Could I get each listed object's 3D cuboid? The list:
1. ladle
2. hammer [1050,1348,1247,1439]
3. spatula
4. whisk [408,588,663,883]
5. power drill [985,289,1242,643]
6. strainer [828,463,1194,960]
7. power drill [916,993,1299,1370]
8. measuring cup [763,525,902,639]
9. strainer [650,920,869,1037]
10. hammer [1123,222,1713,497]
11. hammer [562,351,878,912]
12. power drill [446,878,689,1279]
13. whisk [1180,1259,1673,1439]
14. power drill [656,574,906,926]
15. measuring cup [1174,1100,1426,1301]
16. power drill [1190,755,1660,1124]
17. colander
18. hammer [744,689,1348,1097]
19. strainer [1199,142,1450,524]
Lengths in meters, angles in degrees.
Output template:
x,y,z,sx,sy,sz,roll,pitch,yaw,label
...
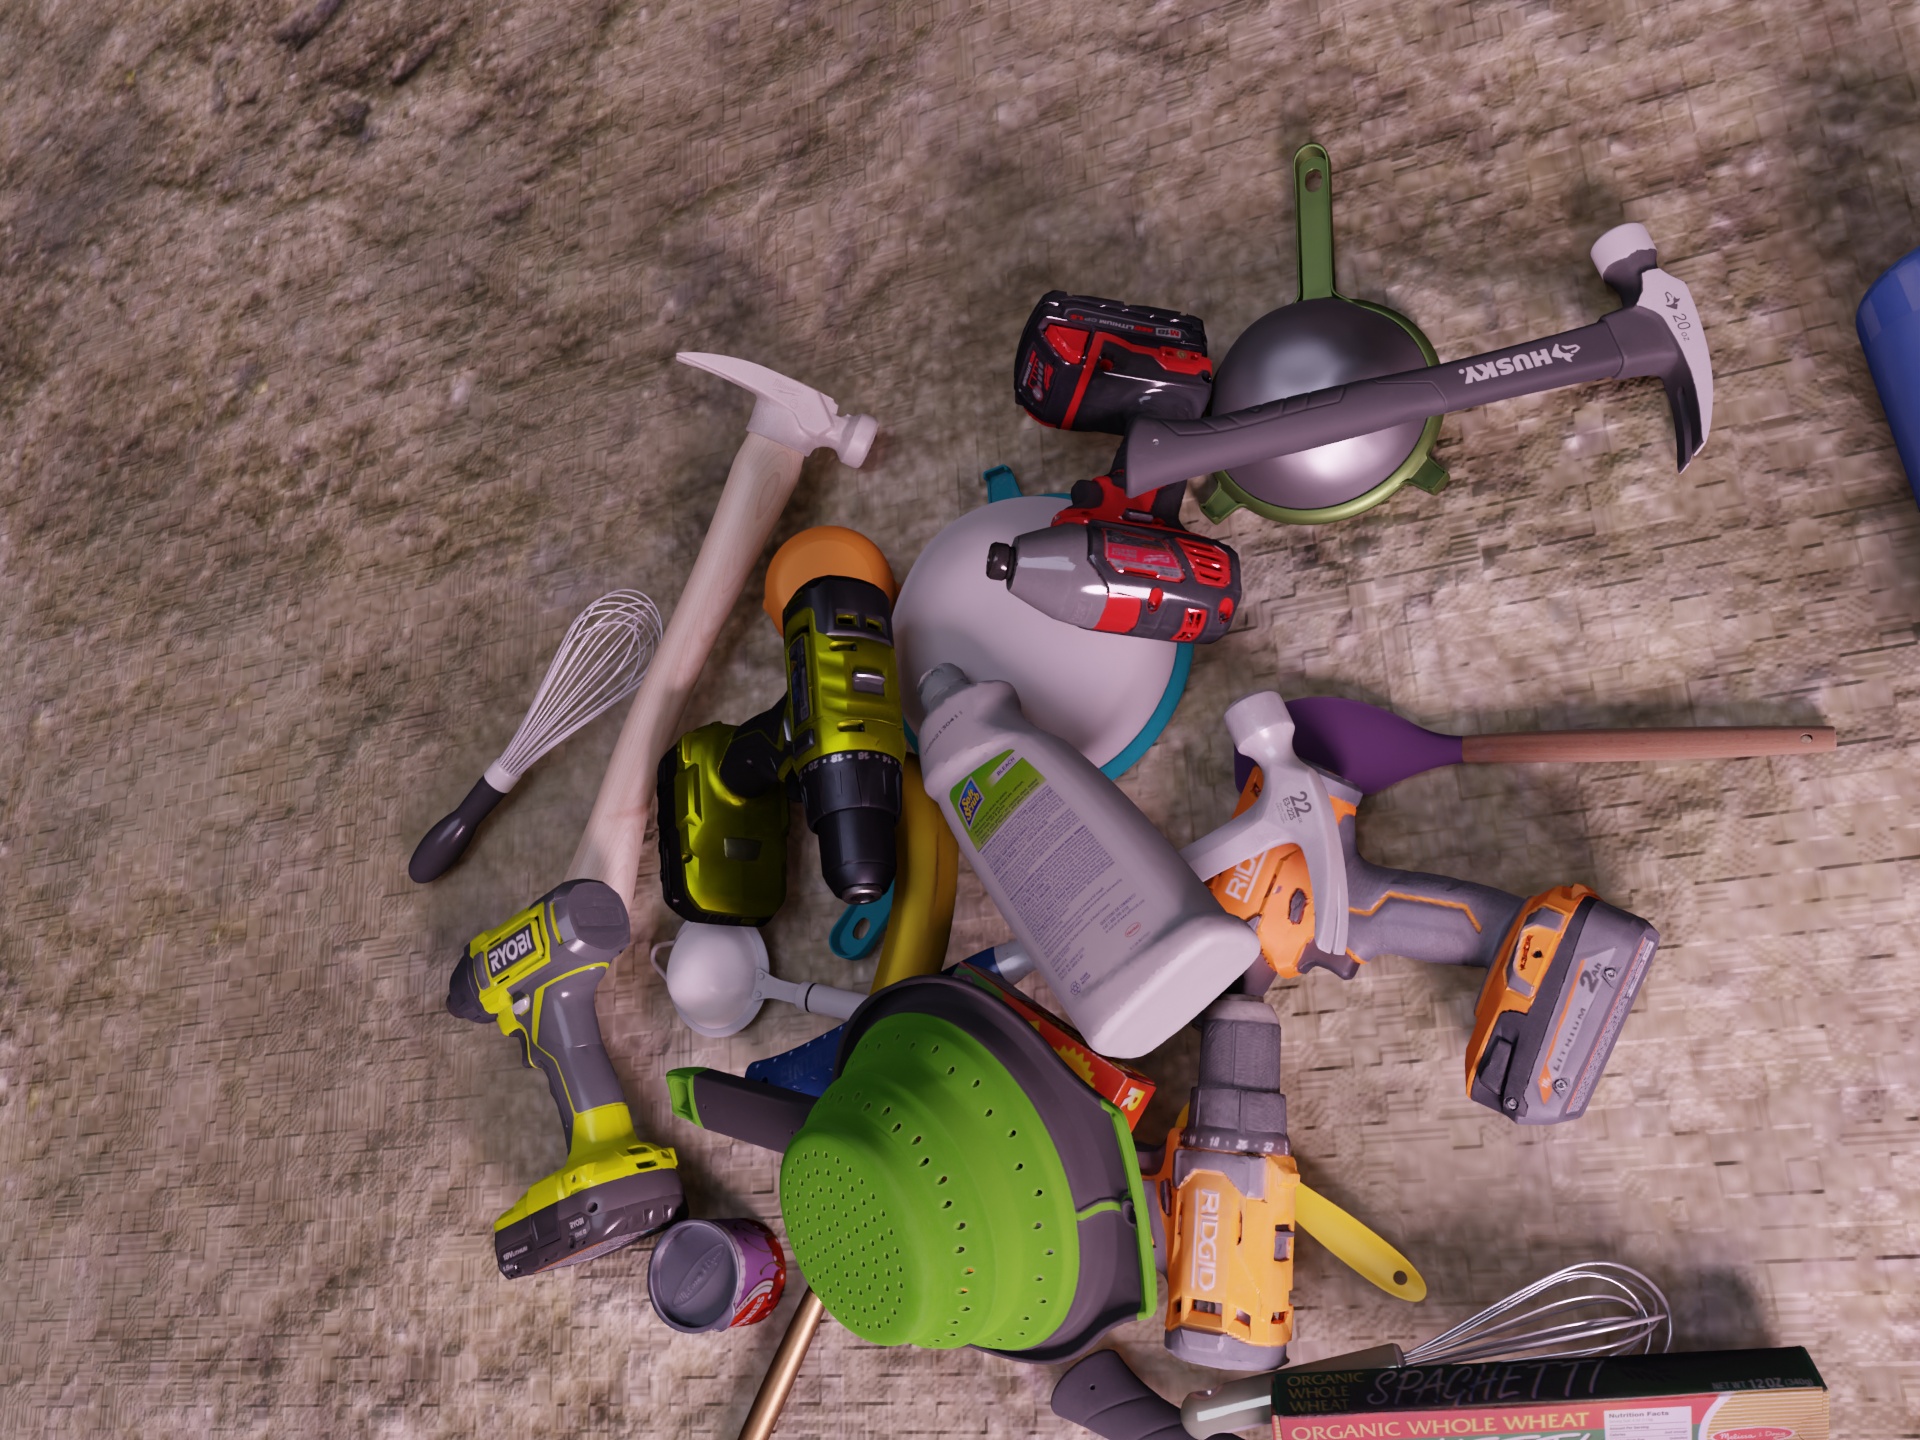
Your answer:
x,y,z,sx,sy,sz,roll,pitch,yaw,label
-0.096,0.372,0.967,0.069,0.031,0.315,23,88,38,ladle
0.213,0.409,0.759,0.409,0.036,0.149,13,60,39,hammer
0.305,0.013,0.881,0.316,0.018,0.060,-2,83,26,spatula
-0.315,0.016,1.162,0.284,0.070,0.070,-47,61,12,whisk
0.086,-0.147,0.941,0.143,0.078,0.220,7,56,-9,power drill
-0.002,-0.003,0.990,0.211,0.095,0.340,31,89,29,strainer
0.078,0.240,0.869,0.226,0.084,0.185,-4,74,36,power drill
-0.083,-0.045,1.054,0.095,0.052,0.174,-6,81,-1,measuring cup
-0.106,0.175,1.022,0.258,0.050,0.087,8,88,24,strainer
0.251,-0.175,0.885,0.334,0.035,0.146,-14,69,-3,hammer
-0.201,-0.048,1.100,0.146,0.038,0.410,23,90,-10,hammer
-0.266,0.237,1.040,0.171,0.080,0.223,-32,67,34,power drill
0.228,0.322,0.792,0.246,0.057,0.059,-18,76,11,whisk
-0.106,0.044,0.968,0.228,0.080,0.191,-38,51,49,power drill
0.186,0.260,0.864,0.157,0.029,0.062,35,92,27,measuring cup
0.230,0.128,0.850,0.227,0.084,0.164,25,93,33,power drill
-0.077,0.239,0.844,0.397,0.094,0.204,-2,100,49,colander
0.035,0.141,0.910,0.405,0.035,0.144,-32,61,24,hammer
0.213,-0.250,0.973,0.151,0.069,0.256,-5,75,25,strainer
